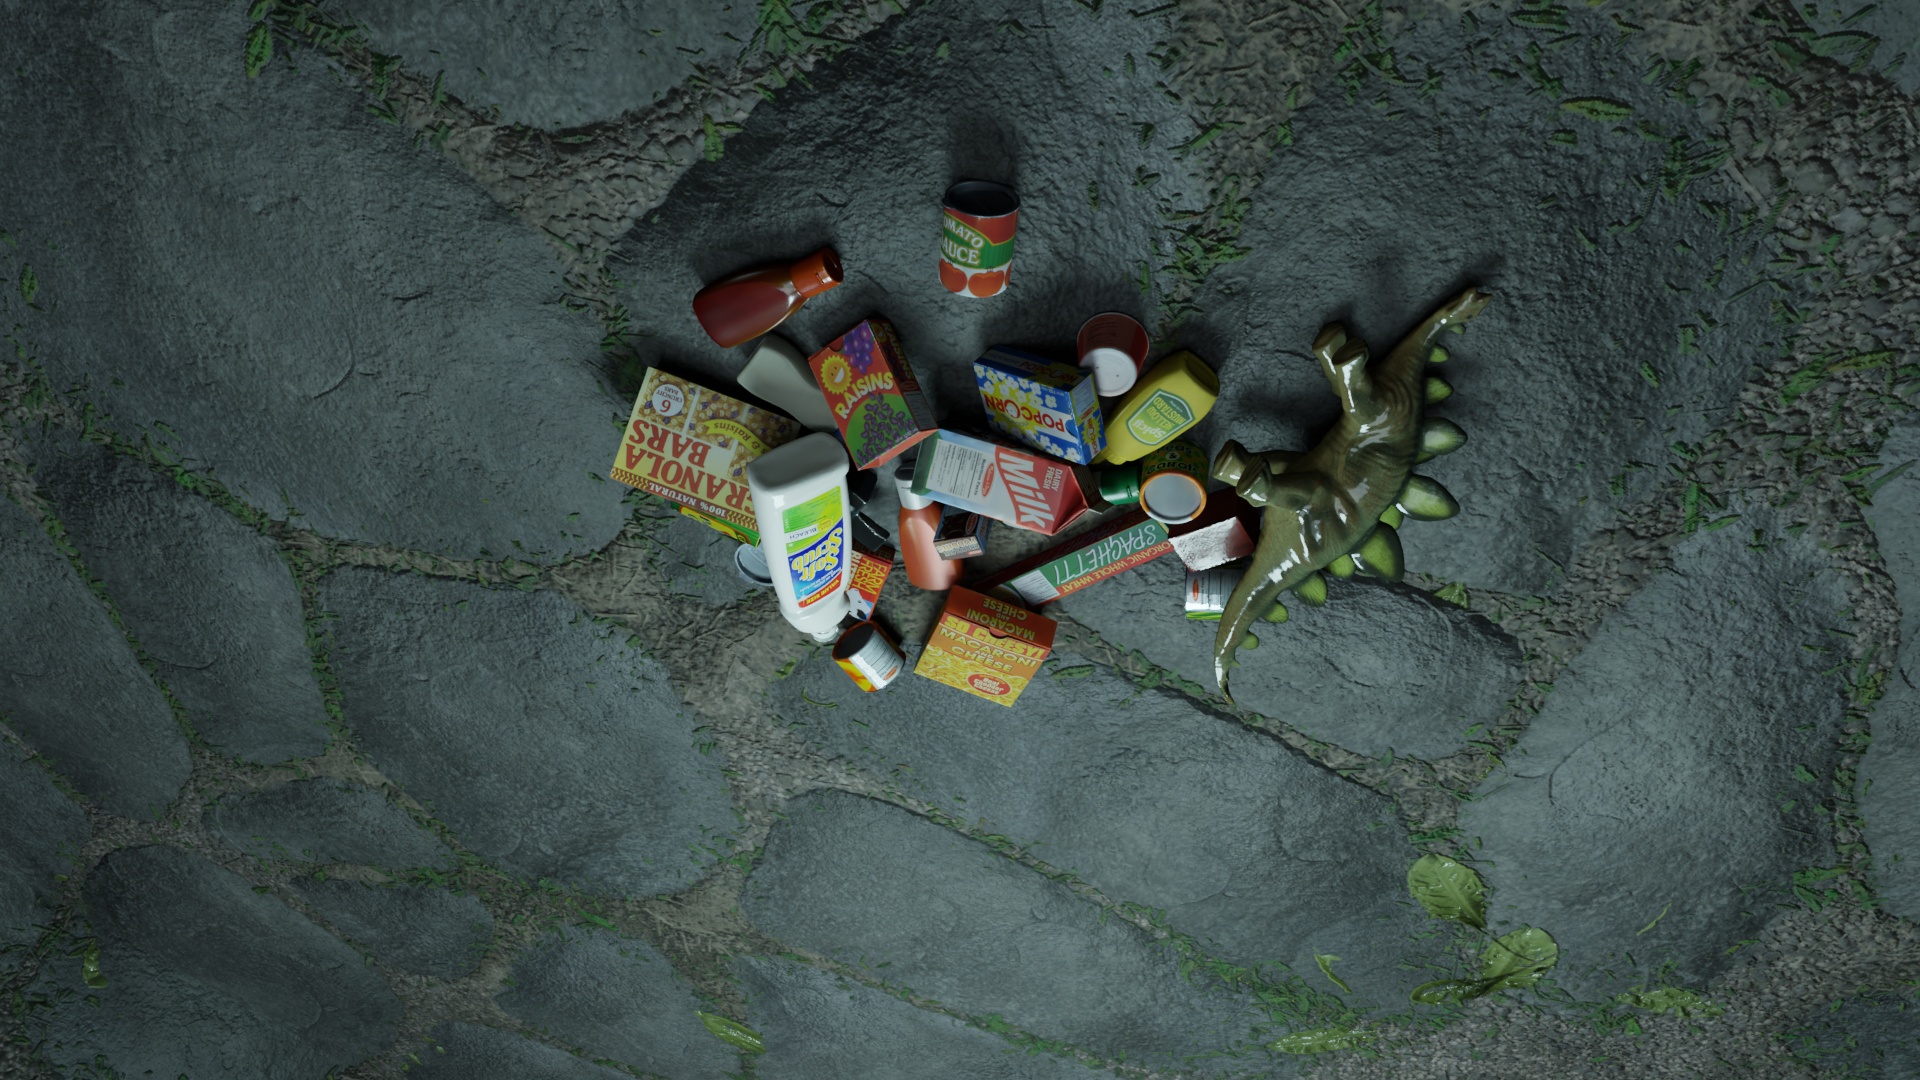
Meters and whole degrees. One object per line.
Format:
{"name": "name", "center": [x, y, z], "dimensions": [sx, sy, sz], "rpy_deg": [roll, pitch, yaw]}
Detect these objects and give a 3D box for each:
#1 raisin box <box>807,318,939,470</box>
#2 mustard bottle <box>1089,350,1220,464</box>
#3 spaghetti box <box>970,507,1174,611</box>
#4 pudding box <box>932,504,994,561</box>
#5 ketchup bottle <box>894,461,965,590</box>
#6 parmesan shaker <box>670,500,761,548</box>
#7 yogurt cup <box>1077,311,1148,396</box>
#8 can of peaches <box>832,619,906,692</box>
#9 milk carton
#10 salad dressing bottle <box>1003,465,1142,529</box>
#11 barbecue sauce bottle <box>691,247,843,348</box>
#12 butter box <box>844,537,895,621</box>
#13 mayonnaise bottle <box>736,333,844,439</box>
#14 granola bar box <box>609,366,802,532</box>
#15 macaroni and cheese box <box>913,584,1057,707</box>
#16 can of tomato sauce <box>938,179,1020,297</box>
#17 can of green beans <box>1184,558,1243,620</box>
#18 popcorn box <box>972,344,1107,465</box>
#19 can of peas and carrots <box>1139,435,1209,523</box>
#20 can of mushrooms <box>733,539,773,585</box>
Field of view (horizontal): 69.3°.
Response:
{"name": "raisin box", "center": [-0.086, -0.142, 1.350], "dimensions": [0.086, 0.040, 0.123], "rpy_deg": [-29, 82, 33]}
{"name": "mustard bottle", "center": [0.177, -0.115, 1.339], "dimensions": [0.065, 0.049, 0.159], "rpy_deg": [37, 128, -15]}
{"name": "spaghetti box", "center": [0.120, 0.028, 1.488], "dimensions": [0.249, 0.029, 0.050], "rpy_deg": [-25, 120, 31]}
{"name": "pudding box", "center": [0.005, -0.018, 1.442], "dimensions": [0.049, 0.084, 0.030], "rpy_deg": [-10, 126, 21]}
{"name": "ketchup bottle", "center": [-0.038, -0.015, 1.482], "dimensions": [0.065, 0.044, 0.148], "rpy_deg": [4, 130, 22]}
{"name": "parmesan shaker", "center": [-0.253, -0.043, 1.500], "dimensions": [0.103, 0.072, 0.071], "rpy_deg": [25, 131, -4]}
{"name": "yogurt cup", "center": [0.140, -0.172, 1.298], "dimensions": [0.072, 0.054, 0.072], "rpy_deg": [7, 130, 8]}
{"name": "can of peaches", "center": [-0.108, 0.133, 1.612], "dimensions": [0.071, 0.071, 0.058], "rpy_deg": [-24, 121, 30]}
{"name": "milk carton", "center": [0.056, -0.058, 1.368], "dimensions": [0.191, 0.072, 0.073], "rpy_deg": [17, 103, 13]}
{"name": "salad dressing bottle", "center": [0.112, -0.048, 1.417], "dimensions": [0.147, 0.044, 0.064], "rpy_deg": [-8, 116, 19]}
{"name": "barbecue sauce bottle", "center": [-0.182, -0.237, 1.332], "dimensions": [0.148, 0.044, 0.064], "rpy_deg": [-18, 123, 26]}
{"name": "butter box", "center": [-0.112, 0.044, 1.564], "dimensions": [0.053, 0.024, 0.103], "rpy_deg": [22, 131, -4]}
{"name": "mayonnaise bottle", "center": [-0.149, -0.145, 1.404], "dimensions": [0.148, 0.041, 0.064], "rpy_deg": [34, 129, -16]}
{"name": "granola bar box", "center": [-0.261, -0.095, 1.436], "dimensions": [0.165, 0.039, 0.124], "rpy_deg": [21, 97, -3]}
{"name": "macaroni and cheese box", "center": [0.026, 0.121, 1.554], "dimensions": [0.124, 0.040, 0.165], "rpy_deg": [20, 149, -4]}
{"name": "can of tomato sauce", "center": [0.014, -0.268, 1.238], "dimensions": [0.071, 0.071, 0.082], "rpy_deg": [11, 132, 5]}
{"name": "can of green beans", "center": [0.264, 0.050, 1.446], "dimensions": [0.058, 0.071, 0.071], "rpy_deg": [2, 130, 12]}
{"name": "popcorn box", "center": [0.075, -0.130, 1.321], "dimensions": [0.127, 0.038, 0.084], "rpy_deg": [23, 141, 41]}
{"name": "can of peas and carrots", "center": [0.211, -0.061, 1.370], "dimensions": [0.071, 0.059, 0.070], "rpy_deg": [7, 131, 8]}
{"name": "can of mushrooms", "center": [-0.220, 0.017, 1.563], "dimensions": [0.071, 0.034, 0.070], "rpy_deg": [7, 131, 8]}
